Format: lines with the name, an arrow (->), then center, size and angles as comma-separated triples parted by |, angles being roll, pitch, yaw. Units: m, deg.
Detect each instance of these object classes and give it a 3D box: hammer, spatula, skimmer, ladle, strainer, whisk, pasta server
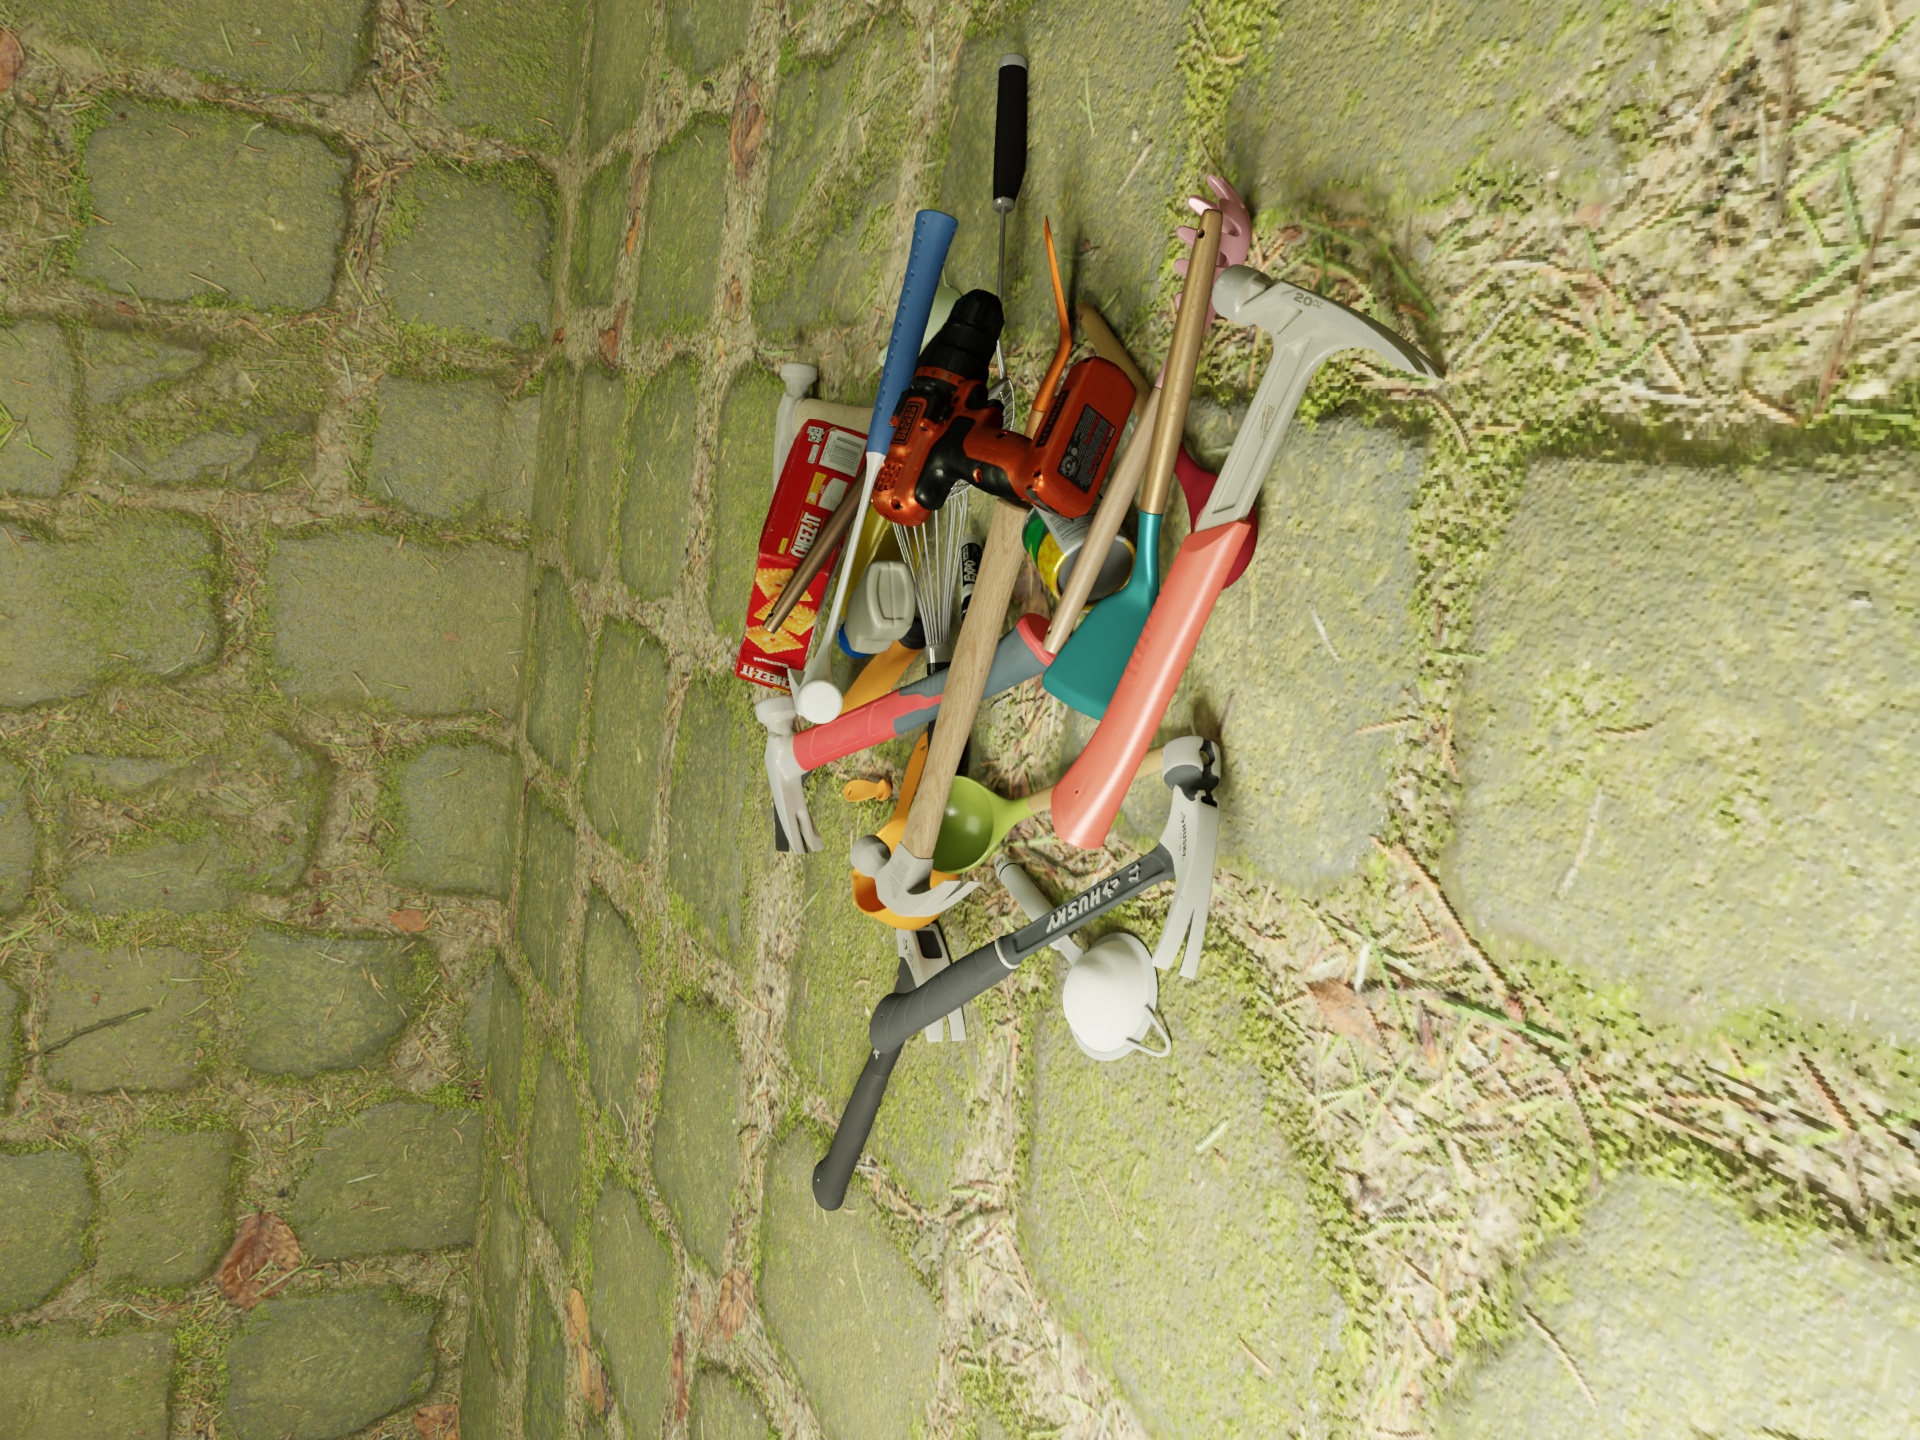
hammer -> -0.074, 0.320, 1.407 | 0.146, 0.035, 0.334 | -117, 39, -47
spatula -> 0.047, -0.216, 1.212 | 0.081, 0.041, 0.322 | -87, 10, -65
skimmer -> 0.002, -0.351, 1.256 | 0.127, 0.090, 0.363 | 163, 111, -81
spatula -> -0.075, -0.207, 1.328 | 0.060, 0.018, 0.316 | 33, 90, 44
hammer -> -0.110, 0.006, 1.509 | 0.336, 0.034, 0.127 | 132, 139, -51
hammer -> -0.094, -0.271, 1.510 | 0.411, 0.038, 0.146 | 21, 108, 62
ladle -> 0.131, -0.194, 1.057 | 0.069, 0.031, 0.316 | -62, 33, 36
hammer -> -0.071, -0.199, 1.260 | 0.144, 0.035, 0.405 | -158, 82, -78
hammer -> -0.044, 0.007, 1.297 | 0.386, 0.038, 0.143 | -21, 81, 49
hammer -> 0.143, -0.074, 0.933 | 0.149, 0.036, 0.359 | 41, 120, 39
hammer -> -0.002, -0.004, 1.181 | 0.130, 0.031, 0.331 | 39, 118, 48
spatula -> 0.118, -0.154, 0.988 | 0.082, 0.044, 0.317 | 29, 118, 42
strainer -> 0.071, 0.157, 1.127 | 0.087, 0.050, 0.259 | -63, 29, 12
whisk -> -0.021, -0.087, 1.326 | 0.070, 0.070, 0.285 | -13, 80, 63
hammer -> 0.043, 0.159, 1.094 | 0.409, 0.036, 0.149 | -40, 35, 48
ladle -> 0.057, 0.054, 1.148 | 0.320, 0.062, 0.078 | -26, 64, 58
pasta server -> 0.114, -0.189, 1.021 | 0.316, 0.040, 0.060 | -67, 19, 14

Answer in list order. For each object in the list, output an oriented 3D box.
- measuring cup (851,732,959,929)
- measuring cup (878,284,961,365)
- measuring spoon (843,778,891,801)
measuring cup -> -0.033, 0.094, 1.338 | 0.095, 0.052, 0.174 | -19, 46, 44
measuring cup -> -0.050, -0.341, 1.422 | 0.168, 0.038, 0.083 | 1, 89, 62
measuring spoon -> -0.087, 0.066, 1.492 | 0.117, 0.011, 0.021 | 172, 109, -67
